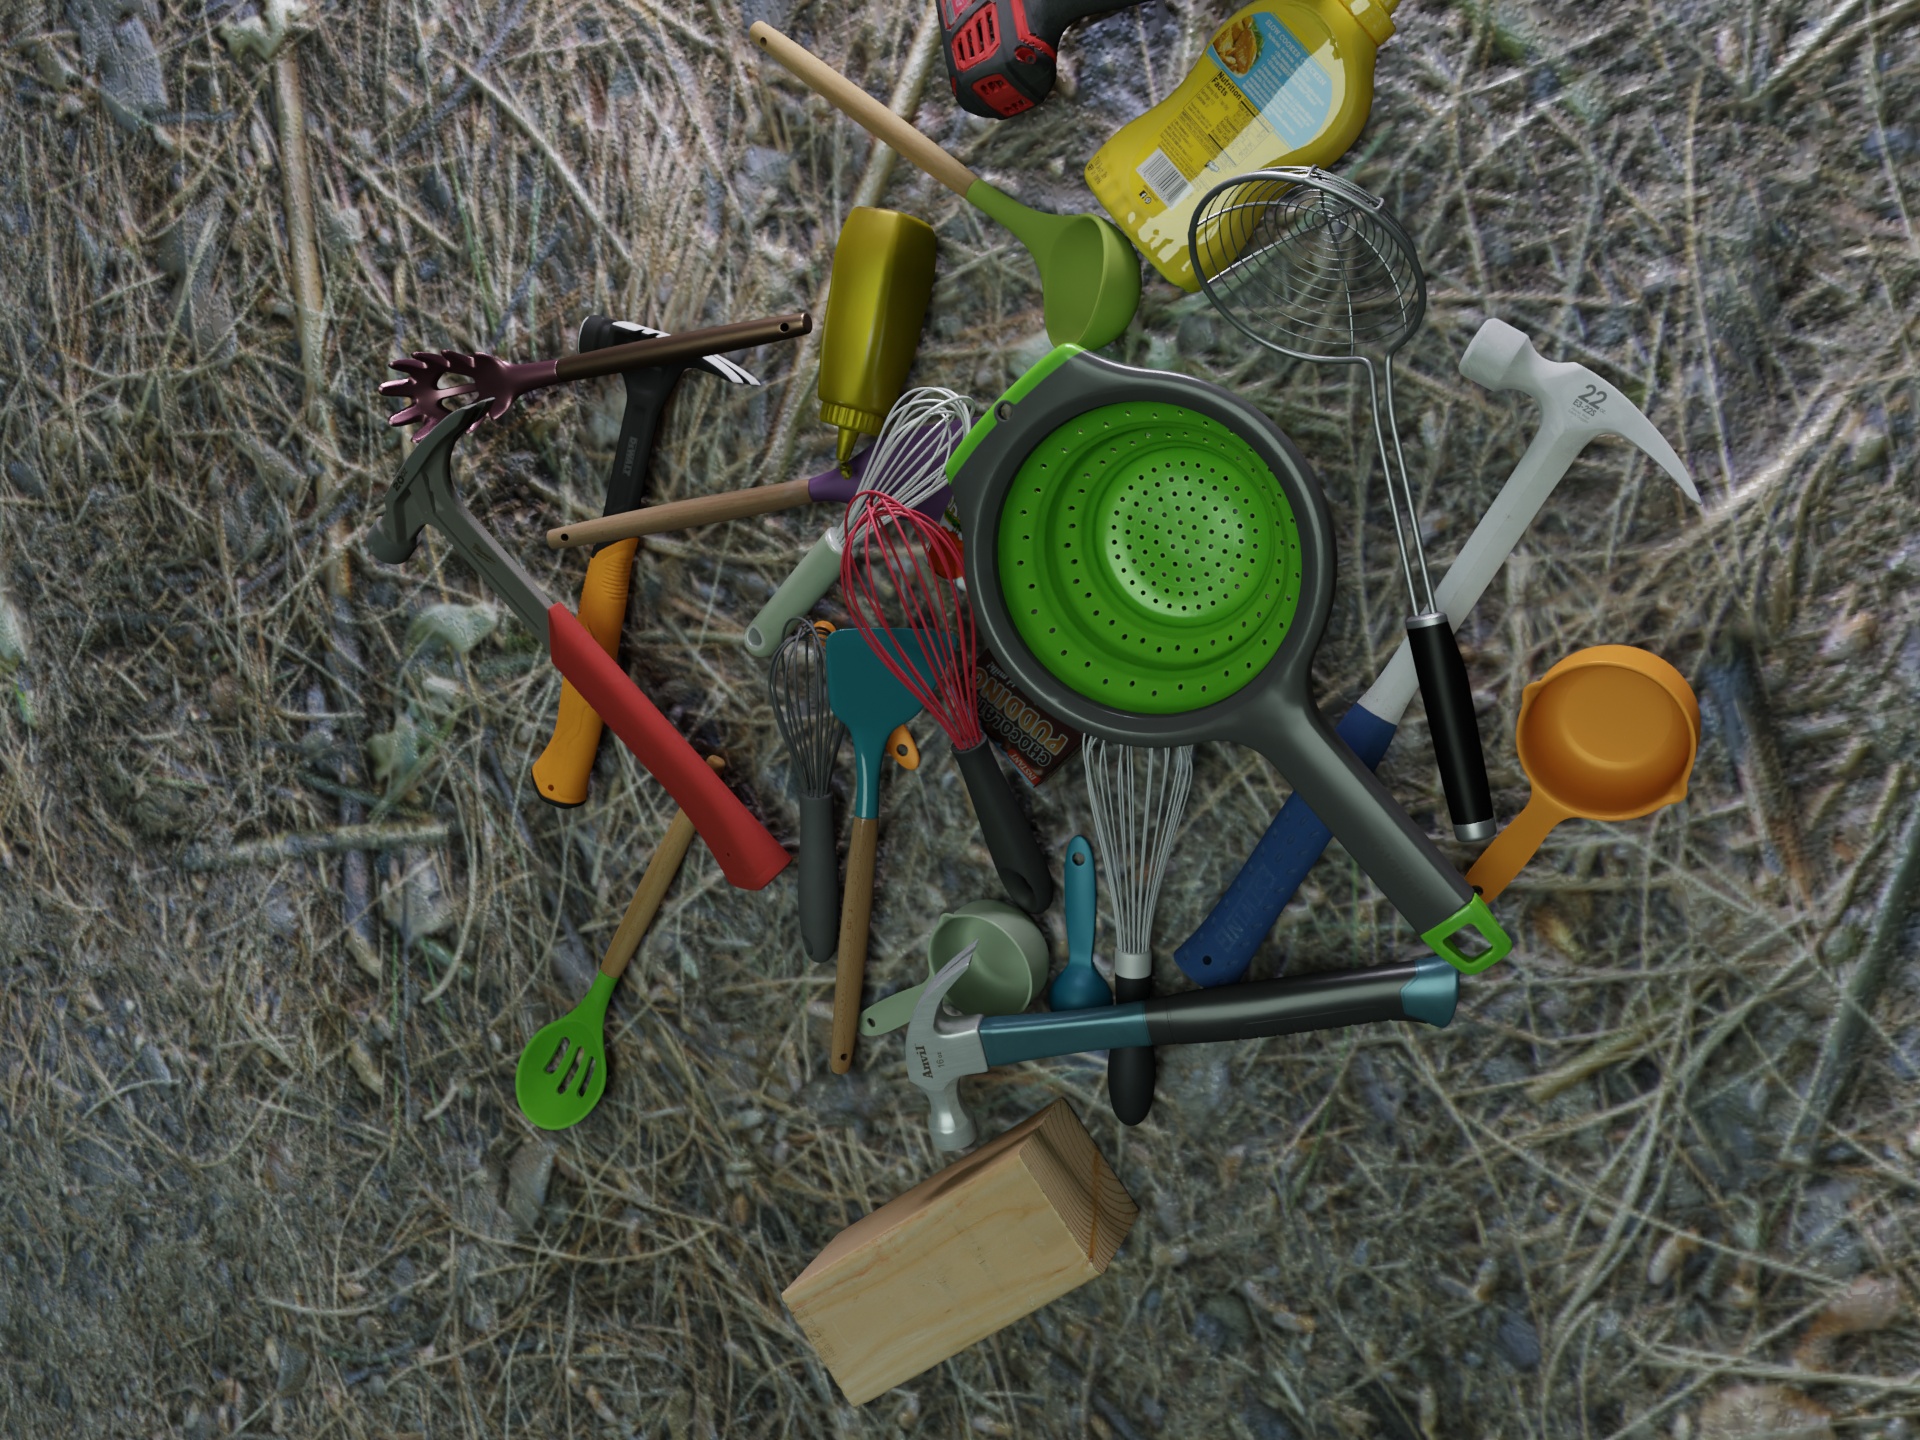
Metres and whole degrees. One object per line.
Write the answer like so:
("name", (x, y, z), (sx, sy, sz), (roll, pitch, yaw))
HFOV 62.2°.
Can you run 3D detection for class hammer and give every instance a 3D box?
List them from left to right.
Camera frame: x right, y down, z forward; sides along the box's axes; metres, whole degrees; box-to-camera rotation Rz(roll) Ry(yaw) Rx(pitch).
("hammer", (-0.236, -0.035, 1.044), (0.359, 0.037, 0.149), (48, 125, -3))
("hammer", (-0.233, -0.095, 1.083), (0.127, 0.034, 0.336), (21, 106, 20))
("hammer", (0.125, 0.177, 0.936), (0.331, 0.033, 0.128), (-10, 107, 15))
("hammer", (0.245, -0.010, 0.894), (0.144, 0.035, 0.405), (34, 109, 15))

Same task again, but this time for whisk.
("whisk", (-0.096, 0.048, 1.036), (0.055, 0.055, 0.239), (7, 109, 22))
("whisk", (-0.068, -0.116, 0.983), (0.246, 0.059, 0.058), (-44, 74, 38))
("whisk", (-0.001, -0.003, 0.945), (0.073, 0.073, 0.295), (-11, 117, 24))
("whisk", (0.105, 0.115, 0.963), (0.070, 0.070, 0.284), (5, 104, 22))

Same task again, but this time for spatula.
("spatula", (-0.118, -0.139, 1.012), (0.316, 0.018, 0.059), (-8, 101, 13))
("spatula", (-0.062, 0.089, 1.018), (0.082, 0.044, 0.317), (1, 108, -18))

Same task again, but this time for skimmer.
("skimmer", (0.210, -0.104, 0.827), (0.127, 0.090, 0.363), (-7, 99, 56))

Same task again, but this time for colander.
("colander", (0.164, -0.032, 0.877), (0.204, 0.094, 0.397), (-42, 86, 28))

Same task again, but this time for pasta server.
("pasta server", (-0.239, -0.229, 1.026), (0.316, 0.040, 0.060), (-4, 108, 24))

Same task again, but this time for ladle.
("ladle", (-0.019, -0.328, 0.946), (0.320, 0.062, 0.078), (41, 133, 15))

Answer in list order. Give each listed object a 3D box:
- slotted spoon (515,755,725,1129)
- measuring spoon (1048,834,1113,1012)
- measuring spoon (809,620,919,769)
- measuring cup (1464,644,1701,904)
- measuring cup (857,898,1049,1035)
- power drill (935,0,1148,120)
("slotted spoon", (-0.236, 0.159, 1.127), (0.070, 0.031, 0.313), (33, 107, 15))
("measuring spoon", (0.072, 0.136, 0.995), (0.042, 0.021, 0.128), (2, 100, 22))
("measuring spoon", (-0.063, -0.016, 1.035), (0.021, 0.011, 0.117), (-38, 83, 23))
("measuring cup", (0.327, 0.034, 0.863), (0.095, 0.052, 0.173), (38, 125, 14))
("measuring cup", (-0.008, 0.168, 1.034), (0.167, 0.038, 0.083), (-34, 89, 40))
("power drill", (0.082, -0.437, 0.871), (0.219, 0.078, 0.143), (-15, 77, 29))
